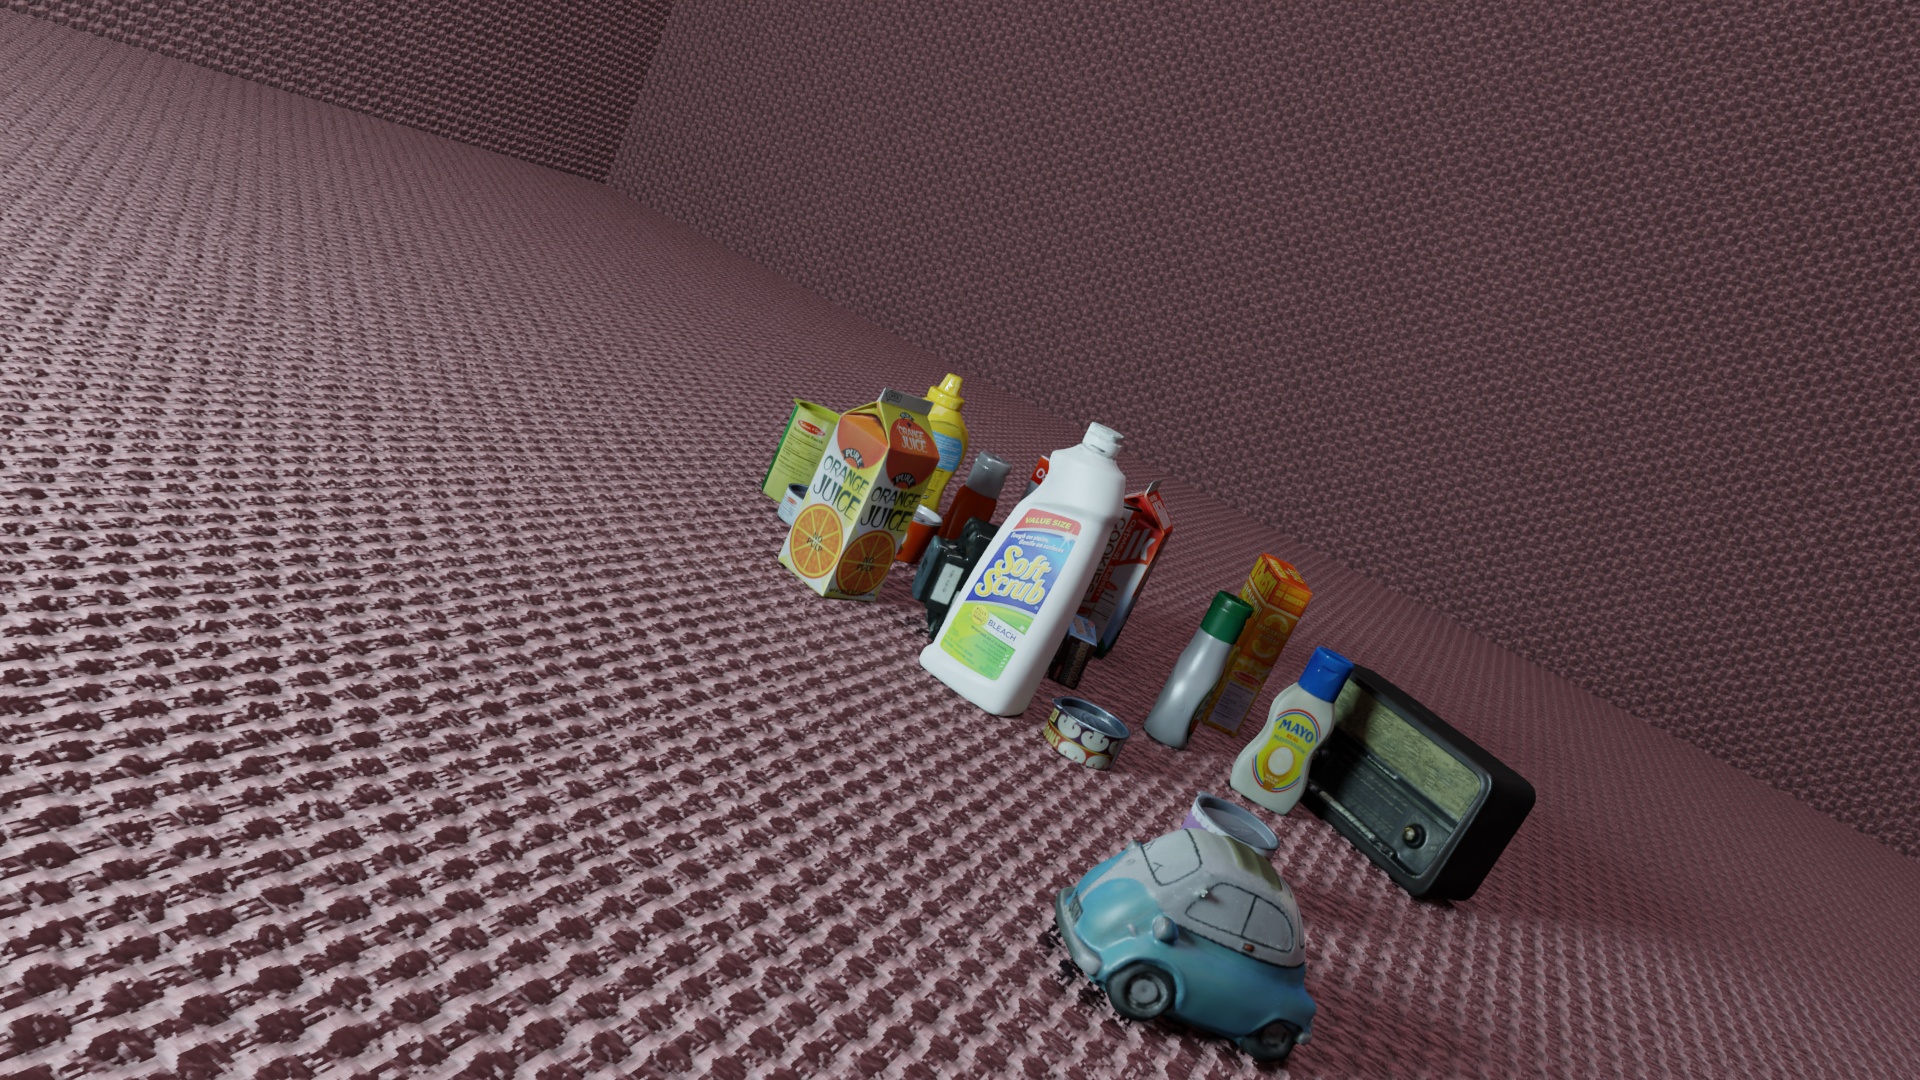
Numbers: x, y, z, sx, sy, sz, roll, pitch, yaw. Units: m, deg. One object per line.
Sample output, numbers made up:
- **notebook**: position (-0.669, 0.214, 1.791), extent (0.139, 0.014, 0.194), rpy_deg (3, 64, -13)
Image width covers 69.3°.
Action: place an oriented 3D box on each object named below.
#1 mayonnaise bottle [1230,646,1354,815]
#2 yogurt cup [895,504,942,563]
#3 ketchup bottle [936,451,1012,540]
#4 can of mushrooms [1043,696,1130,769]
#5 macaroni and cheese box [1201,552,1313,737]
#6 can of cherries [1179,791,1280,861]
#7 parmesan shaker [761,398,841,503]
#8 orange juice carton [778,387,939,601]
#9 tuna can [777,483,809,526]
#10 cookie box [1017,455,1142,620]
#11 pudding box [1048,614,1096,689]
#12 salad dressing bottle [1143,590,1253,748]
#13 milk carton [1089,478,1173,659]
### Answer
- **mayonnaise bottle**: position (0.297, 0.166, 1.230), extent (0.065, 0.147, 0.041), rpy_deg (28, 13, 11)
- **yogurt cup**: position (-0.060, -0.011, 1.479), extent (0.072, 0.053, 0.072), rpy_deg (24, 13, -6)
- **ketchup bottle**: position (0.005, -0.018, 1.414), extent (0.043, 0.148, 0.065), rpy_deg (25, 12, -3)
- **can of mushrooms**: position (0.102, 0.159, 1.154), extent (0.071, 0.033, 0.071), rpy_deg (24, 13, -6)
- **macaroni and cheese box**: position (0.297, 0.104, 1.432), extent (0.040, 0.166, 0.124), rpy_deg (25, 13, -2)
- **can of cherries**: position (0.184, 0.223, 0.995), extent (0.071, 0.058, 0.071), rpy_deg (24, 13, -6)
- **parmesan shaker**: position (-0.167, -0.091, 1.488), extent (0.071, 0.103, 0.071), rpy_deg (24, 13, -6)
- **orange juice carton**: position (-0.084, -0.046, 1.263), extent (0.073, 0.192, 0.072), rpy_deg (35, 16, 37)
- **tuna can**: position (-0.151, -0.030, 1.432), extent (0.071, 0.032, 0.071), rpy_deg (24, 13, -6)
- **cookie box**: position (0.099, 0.013, 1.423), extent (0.040, 0.167, 0.123), rpy_deg (12, 18, -46)
- **pudding box**: position (0.108, 0.105, 1.340), extent (0.030, 0.049, 0.084), rpy_deg (25, 13, -1)
- **salad dressing bottle**: position (0.220, 0.118, 1.277), extent (0.044, 0.147, 0.064), rpy_deg (28, 13, 12)
- **milk carton**: position (0.165, 0.021, 1.462), extent (0.073, 0.190, 0.072), rpy_deg (28, 13, 12)
